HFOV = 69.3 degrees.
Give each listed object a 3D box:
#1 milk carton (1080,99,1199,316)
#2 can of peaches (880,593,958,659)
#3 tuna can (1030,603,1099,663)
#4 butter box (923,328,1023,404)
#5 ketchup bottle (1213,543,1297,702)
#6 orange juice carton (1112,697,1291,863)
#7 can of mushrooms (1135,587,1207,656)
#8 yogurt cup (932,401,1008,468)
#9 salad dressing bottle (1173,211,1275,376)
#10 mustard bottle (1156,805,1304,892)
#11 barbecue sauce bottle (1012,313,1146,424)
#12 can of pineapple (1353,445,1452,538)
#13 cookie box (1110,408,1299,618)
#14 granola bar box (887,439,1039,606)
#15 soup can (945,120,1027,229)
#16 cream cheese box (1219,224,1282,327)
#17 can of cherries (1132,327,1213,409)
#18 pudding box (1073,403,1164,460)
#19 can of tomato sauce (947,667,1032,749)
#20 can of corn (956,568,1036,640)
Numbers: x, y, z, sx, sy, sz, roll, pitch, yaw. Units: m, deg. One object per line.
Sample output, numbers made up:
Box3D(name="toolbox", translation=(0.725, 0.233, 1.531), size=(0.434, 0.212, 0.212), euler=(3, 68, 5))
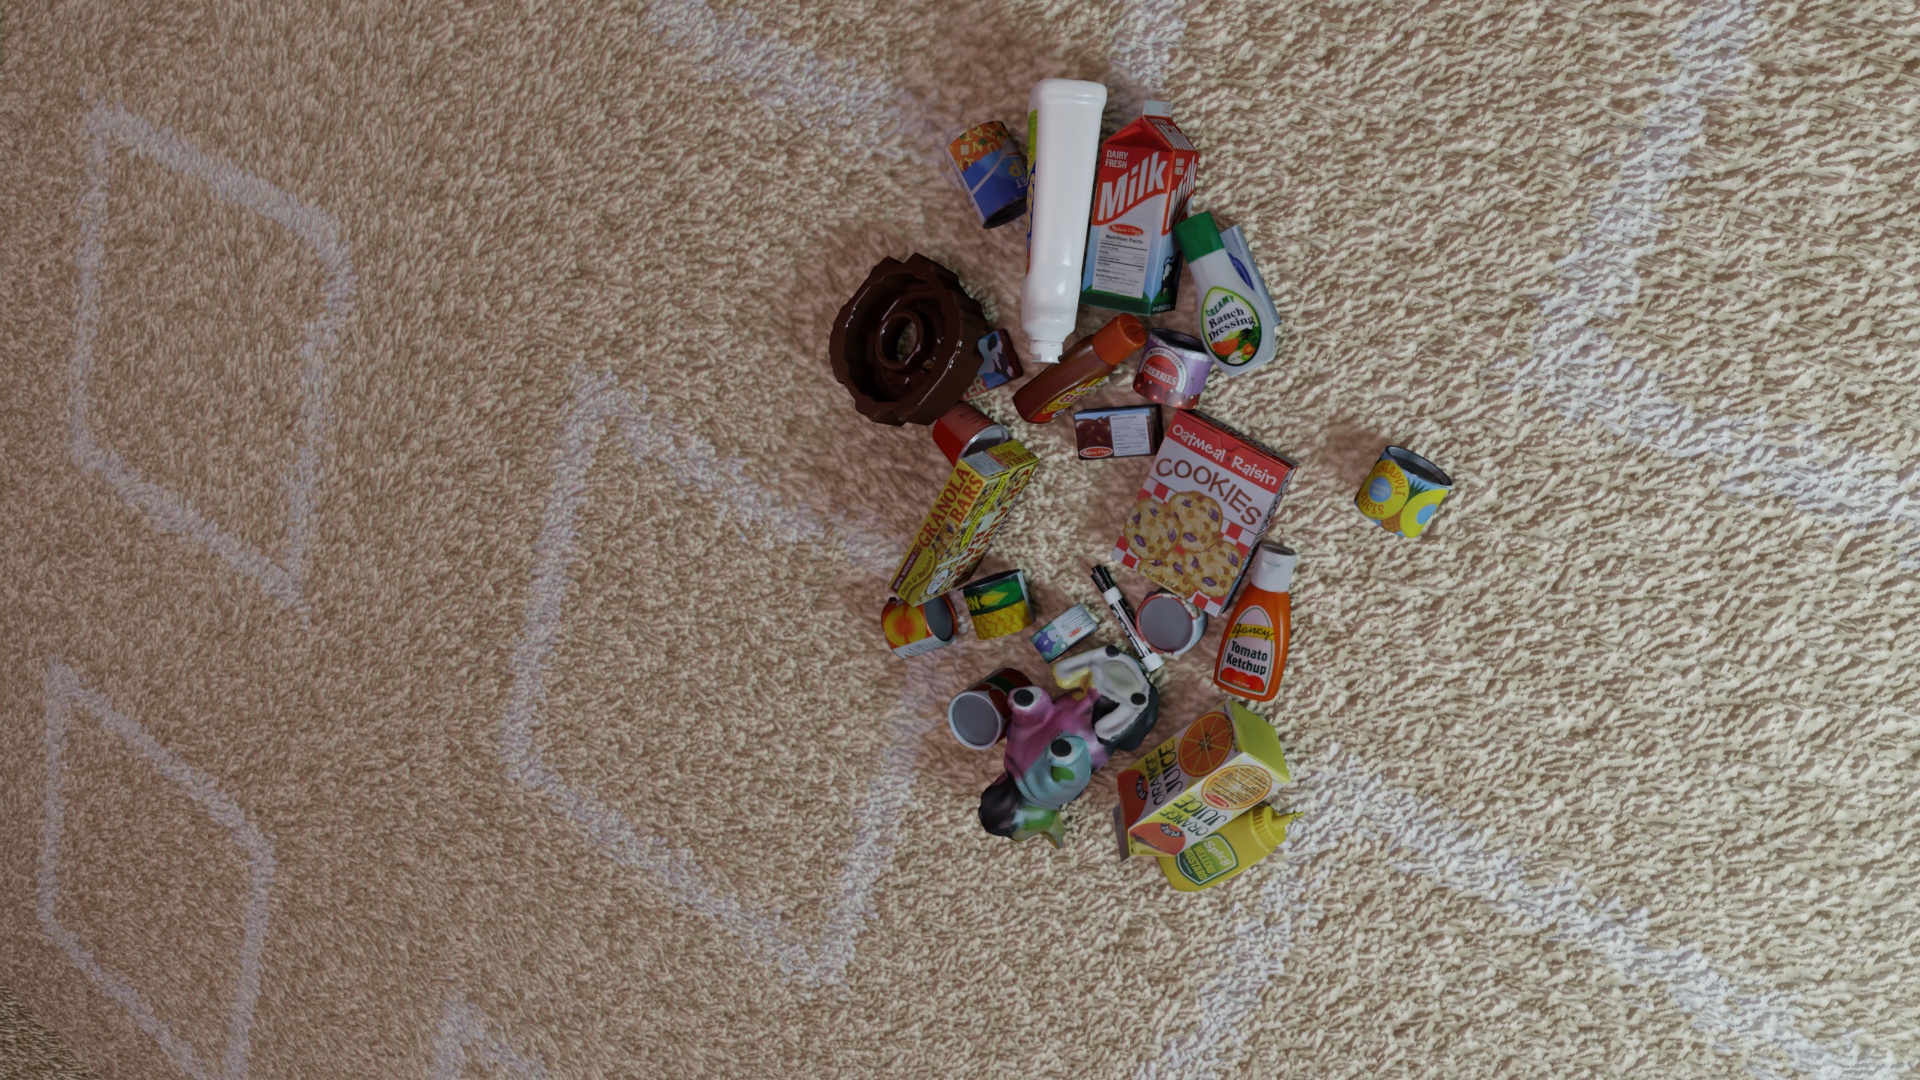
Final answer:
Box3D(name="milk carton", translation=(0.170, -0.311, 1.295), size=(0.073, 0.072, 0.189), euler=(15, 109, 25))
Box3D(name="can of peaches", translation=(-0.045, 0.088, 1.512), size=(0.058, 0.071, 0.071), euler=(-21, 91, 31))
Box3D(name="tuna can", translation=(0.106, 0.096, 1.431), size=(0.071, 0.071, 0.033), euler=(-41, 80, 30))
Box3D(name="butter box", translation=(0.011, -0.176, 1.443), size=(0.103, 0.024, 0.053), euler=(-22, 90, 31))
Box3D(name="ketchup bottle", translation=(0.289, 0.077, 1.336), size=(0.065, 0.044, 0.148), euler=(18, 109, 25))
Box3D(name="orange juice carton", translation=(0.223, 0.246, 1.374), size=(0.073, 0.072, 0.192), euler=(33, 121, -28))
Box3D(name="can of mushrooms", translation=(0.208, 0.079, 1.387), size=(0.071, 0.033, 0.071), euler=(8, 106, 28))
Box3D(name="yogurt cup", translation=(0.007, -0.107, 1.438), size=(0.054, 0.072, 0.072), euler=(46, 120, 27))
Box3D(name="salad dressing bottle", translation=(0.237, -0.224, 1.264), size=(0.064, 0.044, 0.147), euler=(-22, 90, 28))
Box3D(name="mustard bottle", translation=(0.273, 0.301, 1.393), size=(0.159, 0.049, 0.065), euler=(-33, 87, 31))
Box3D(name="barbecue sauce bottle", translation=(0.117, -0.167, 1.347), size=(0.148, 0.065, 0.044), euler=(-36, 79, 43))
Box3D(name="can of pineapple", translation=(0.392, -0.043, 1.235), size=(0.071, 0.071, 0.057), euler=(35, 116, 18))
Box3D(name="cookie box", translation=(0.234, -0.028, 1.343), size=(0.123, 0.040, 0.166), euler=(31, 115, 20))
Box3D(name="granola bar box", translation=(0.005, -0.018, 1.425), size=(0.039, 0.124, 0.164), euler=(38, 117, 16))
Box3D(name="soup can", translation=(0.035, -0.360, 1.364), size=(0.071, 0.071, 0.084), euler=(-29, 87, 31))
Box3D(name="cream cheese box", translation=(0.254, -0.236, 1.293), size=(0.053, 0.024, 0.104), euler=(-23, 90, 32))
Box3D(name="can of cherries", translation=(0.201, -0.162, 1.313), size=(0.071, 0.072, 0.058), euler=(27, 114, 21))
Box3D(name="pudding box", translation=(0.157, -0.108, 1.374), size=(0.083, 0.030, 0.049), euler=(-2, 102, 30))
Box3D(name="can of tomato sauce", translation=(0.035, 0.180, 1.478), size=(0.071, 0.083, 0.071), euler=(7, 105, 28))
Box3D(name="can of corn", translation=(0.038, 0.068, 1.459), size=(0.071, 0.071, 0.058), euler=(-16, 95, 31))
